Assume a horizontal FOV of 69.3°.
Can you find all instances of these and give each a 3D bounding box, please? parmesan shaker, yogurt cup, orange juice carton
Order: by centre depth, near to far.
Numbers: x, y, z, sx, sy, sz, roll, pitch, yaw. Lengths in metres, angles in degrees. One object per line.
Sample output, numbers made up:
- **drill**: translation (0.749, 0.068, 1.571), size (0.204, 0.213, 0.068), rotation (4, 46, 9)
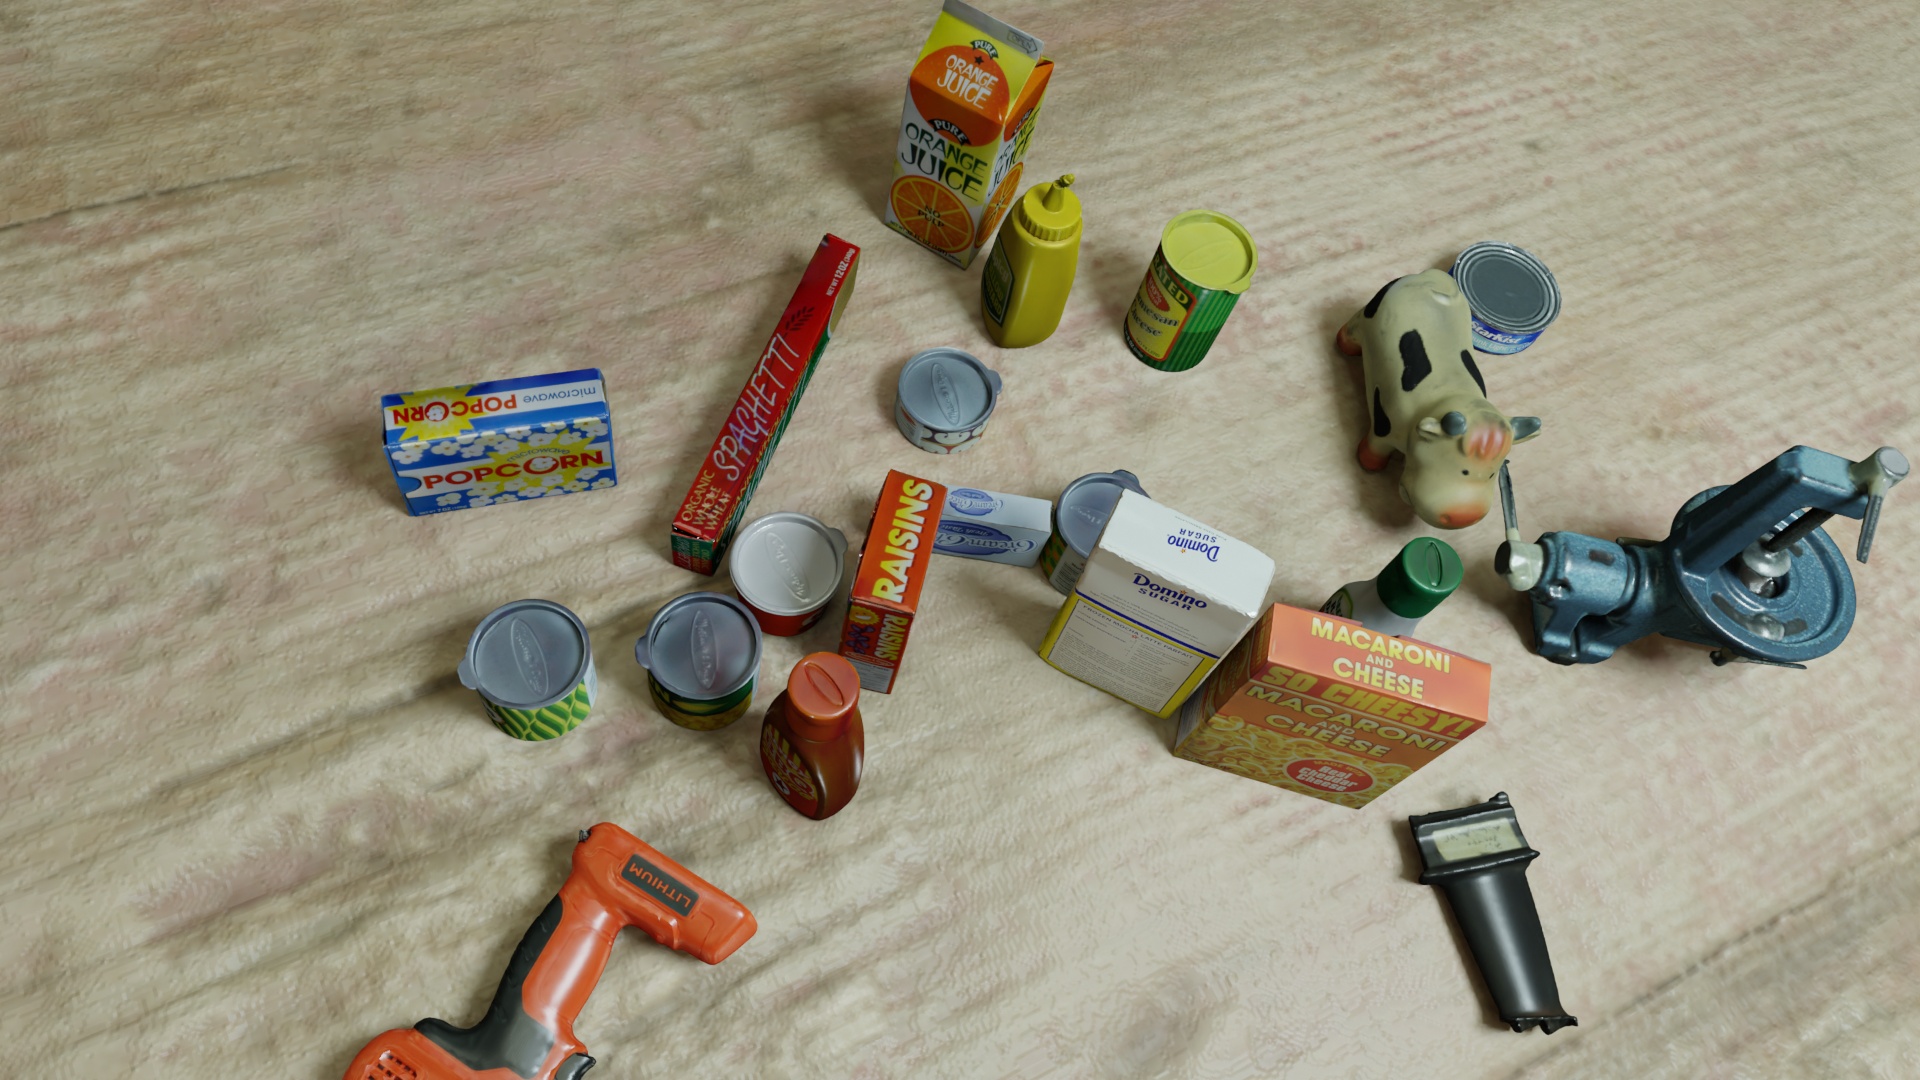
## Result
- **yogurt cup**: translation (-0.106, 0.024, 0.843), size (0.072, 0.053, 0.072), rotation (4, 63, -8)
- **orange juice carton**: translation (0.006, -0.281, 0.942), size (0.072, 0.191, 0.073), rotation (30, 62, 6)
- **parmesan shaker**: translation (0.158, -0.168, 0.962), size (0.071, 0.102, 0.071), rotation (4, 63, -8)

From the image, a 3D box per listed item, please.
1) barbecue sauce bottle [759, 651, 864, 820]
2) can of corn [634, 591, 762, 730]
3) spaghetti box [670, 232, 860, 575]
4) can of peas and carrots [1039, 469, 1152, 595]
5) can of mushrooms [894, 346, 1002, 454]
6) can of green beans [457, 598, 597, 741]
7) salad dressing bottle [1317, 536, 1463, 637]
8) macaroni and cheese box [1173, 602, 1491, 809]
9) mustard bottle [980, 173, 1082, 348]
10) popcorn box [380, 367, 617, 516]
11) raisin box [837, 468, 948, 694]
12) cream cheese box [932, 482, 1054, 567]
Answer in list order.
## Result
- **barbecue sauce bottle**: translation (-0.079, 0.104, 0.753), size (0.044, 0.147, 0.065), rotation (-35, 74, -24)
- **can of corn**: translation (-0.152, 0.071, 0.807), size (0.071, 0.058, 0.071), rotation (4, 63, -8)
- **spaghetti box**: translation (-0.124, -0.092, 0.901), size (0.029, 0.050, 0.251), rotation (21, 61, 1)
- **can of peas and carrots**: translation (0.088, -0.003, 0.889), size (0.071, 0.058, 0.071), rotation (4, 63, -8)
- **can of mushrooms**: translation (-0.008, -0.094, 0.933), size (0.071, 0.033, 0.071), rotation (4, 62, -8)
- **can of green beans**: translation (-0.242, 0.074, 0.789), size (0.071, 0.057, 0.071), rotation (4, 63, -8)
- **salad dressing bottle**: translation (0.255, 0.045, 0.845), size (0.044, 0.147, 0.064), rotation (8, 62, -6)
- **macaroni and cheese box**: translation (0.206, 0.098, 0.798), size (0.124, 0.165, 0.040), rotation (16, 62, -2)
- **mustard bottle**: translation (0.050, -0.192, 0.922), size (0.049, 0.159, 0.065), rotation (-11, 66, -15)
- **popcorn box**: translation (-0.274, -0.059, 0.837), size (0.127, 0.084, 0.038), rotation (-10, 66, -15)
- **raisin box**: translation (-0.042, 0.027, 0.813), size (0.040, 0.122, 0.086), rotation (16, 62, -2)
- **cream cheese box**: translation (0.003, -0.011, 0.881), size (0.104, 0.053, 0.024), rotation (9, 62, -6)
